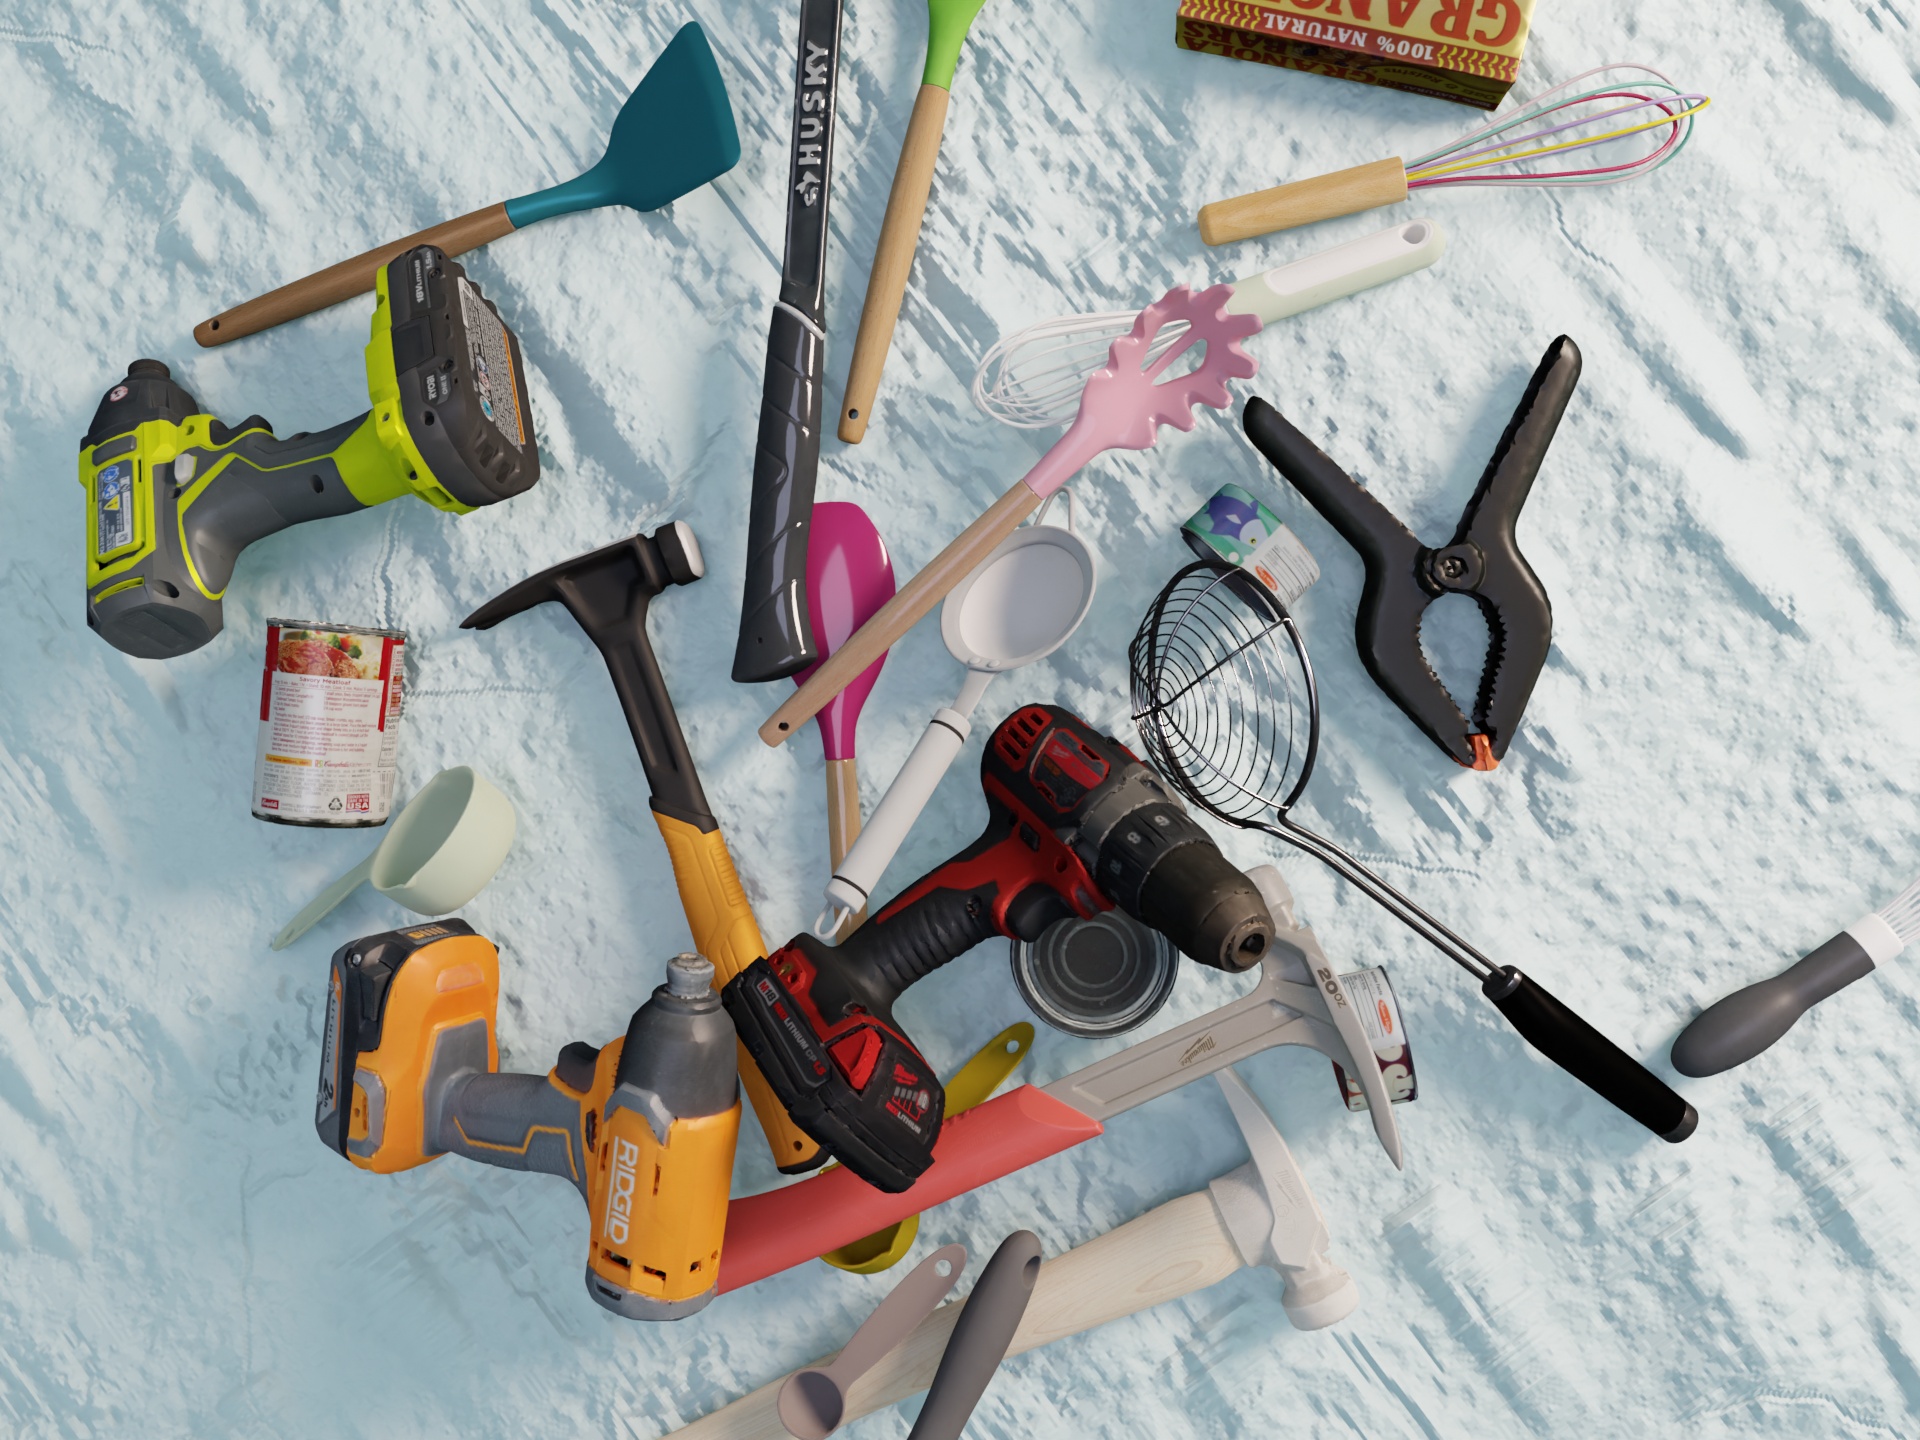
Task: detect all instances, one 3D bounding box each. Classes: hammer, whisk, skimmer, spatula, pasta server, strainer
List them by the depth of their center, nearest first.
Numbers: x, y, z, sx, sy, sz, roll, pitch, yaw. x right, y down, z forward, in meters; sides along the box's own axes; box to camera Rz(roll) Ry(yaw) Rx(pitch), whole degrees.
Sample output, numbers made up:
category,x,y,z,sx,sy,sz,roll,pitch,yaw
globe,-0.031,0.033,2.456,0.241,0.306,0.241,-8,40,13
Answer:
category,x,y,z,sx,sy,sz,roll,pitch,yaw
whisk,0.462,0.087,0.755,0.284,0.070,0.070,-37,87,9
hammer,0.020,0.208,0.756,0.359,0.036,0.149,-26,67,9
strainer,-0.001,-0.002,0.767,0.087,0.050,0.258,13,62,39
skimmer,0.227,0.068,0.771,0.363,0.127,0.090,37,61,-8
whisk,-0.020,0.356,0.771,0.055,0.055,0.239,26,88,4
pasta server,0.016,-0.092,0.774,0.316,0.040,0.060,-42,104,11
whisk,0.239,-0.271,0.781,0.245,0.051,0.047,-11,55,10
whisk,0.122,-0.200,0.787,0.246,0.059,0.058,-19,62,1
hammer,-0.084,-0.221,0.797,0.149,0.036,0.409,6,93,20
hammer,-0.015,0.311,0.811,0.410,0.038,0.146,-26,87,5
hammer,-0.142,0.074,0.820,0.127,0.034,0.337,-21,89,5
spatula,-0.261,-0.258,0.822,0.317,0.044,0.082,-19,80,7

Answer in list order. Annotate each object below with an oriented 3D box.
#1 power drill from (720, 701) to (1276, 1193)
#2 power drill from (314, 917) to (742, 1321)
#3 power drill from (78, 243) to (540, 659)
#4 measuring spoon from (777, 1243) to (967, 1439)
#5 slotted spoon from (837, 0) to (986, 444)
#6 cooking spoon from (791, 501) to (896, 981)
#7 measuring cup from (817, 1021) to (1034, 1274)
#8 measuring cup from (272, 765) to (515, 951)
category,x,y,z,sx,sy,sz,roll,pitch,yaw
power drill,0.018,0.108,0.728,0.226,0.188,0.080,-43,130,-4
power drill,-0.201,0.167,0.760,0.227,0.084,0.164,14,100,29
power drill,-0.337,-0.145,0.803,0.223,0.080,0.171,-20,63,7
measuring spoon,-0.041,0.307,0.792,0.124,0.018,0.034,-45,79,-3
slotted spoon,-0.021,-0.295,0.808,0.070,0.031,0.314,14,94,5
cooking spoon,-0.060,0.046,0.820,0.069,0.017,0.319,-4,89,6
measuring cup,-0.014,0.217,0.814,0.156,0.029,0.062,-45,51,-9
measuring cup,-0.296,0.087,0.830,0.167,0.083,0.038,-34,125,23
